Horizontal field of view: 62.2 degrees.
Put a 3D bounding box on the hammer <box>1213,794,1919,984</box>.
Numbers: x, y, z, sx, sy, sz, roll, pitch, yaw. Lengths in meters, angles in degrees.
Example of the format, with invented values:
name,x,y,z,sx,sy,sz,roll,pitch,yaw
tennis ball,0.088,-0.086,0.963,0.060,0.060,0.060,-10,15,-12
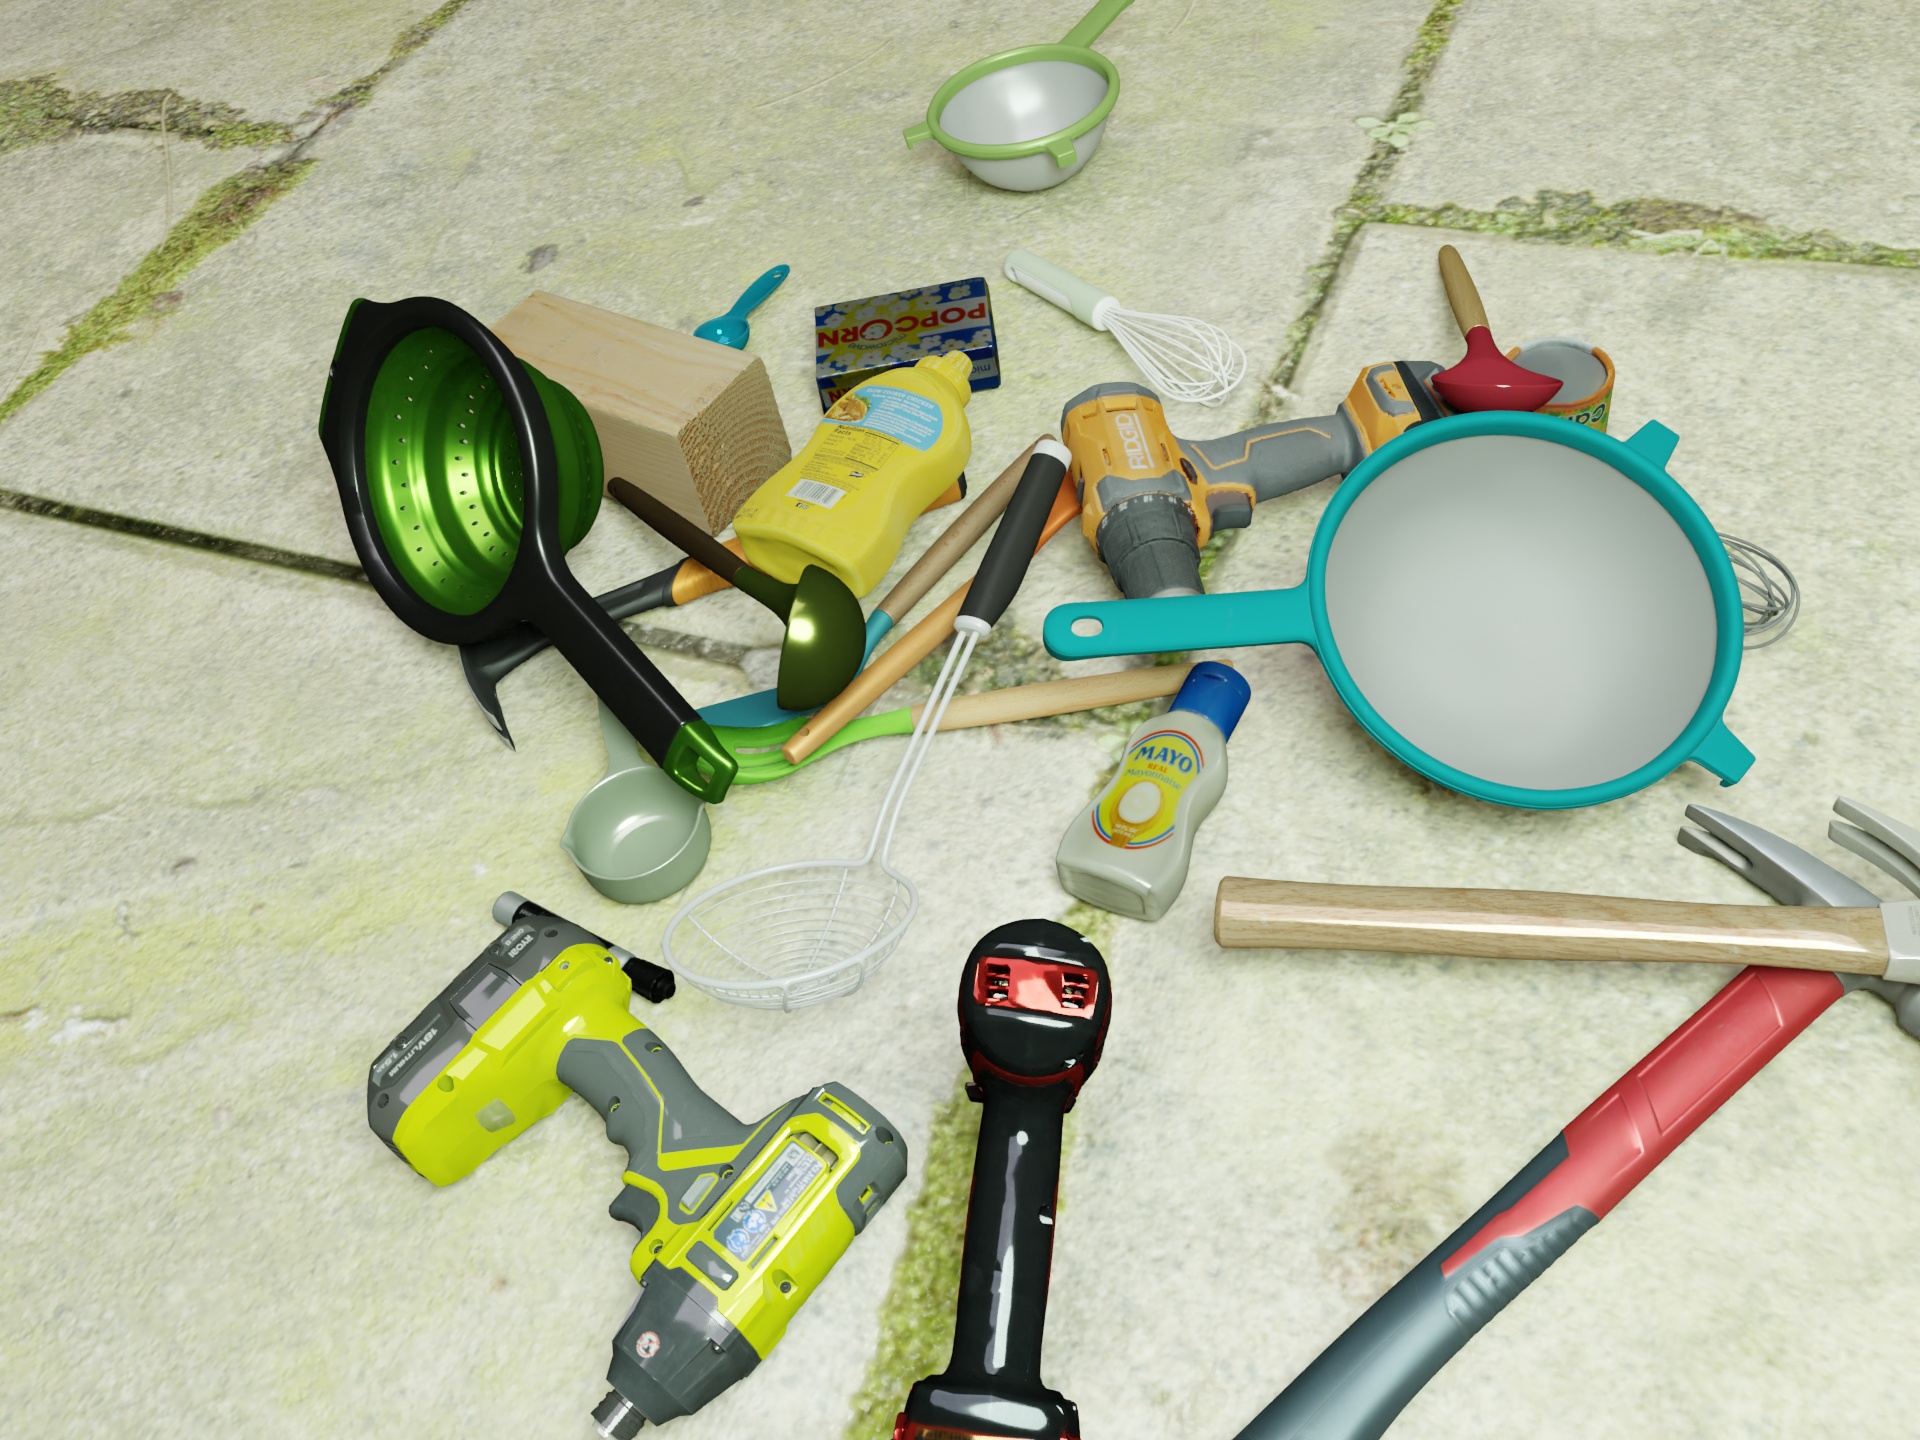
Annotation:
name,x,y,z,sx,sy,sz,roll,pitch,yaw
hammer,0.280,0.090,0.707,0.331,0.031,0.130,1,49,16

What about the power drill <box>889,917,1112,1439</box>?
name,x,y,z,sx,sy,sz,roll,pitch,yaw
power drill,0.021,0.205,0.646,0.080,0.187,0.227,6,69,4

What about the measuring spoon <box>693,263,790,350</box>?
name,x,y,z,sx,sy,sz,roll,pitch,yaw
measuring spoon,-0.158,-0.306,1.198,0.042,0.021,0.129,10,44,21

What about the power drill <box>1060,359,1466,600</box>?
name,x,y,z,sx,sy,sz,roll,pitch,yaw
power drill,0.180,-0.123,0.901,0.226,0.084,0.186,-5,49,-5

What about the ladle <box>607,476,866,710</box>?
name,x,y,z,sx,sy,sz,roll,pitch,yaw
ladle,-0.149,-0.092,0.929,0.062,0.078,0.320,-4,26,-36

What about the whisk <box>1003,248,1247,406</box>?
name,x,y,z,sx,sy,sz,roll,pitch,yaw
whisk,0.105,-0.275,1.091,0.059,0.057,0.247,-39,48,-9

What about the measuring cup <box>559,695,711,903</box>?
name,x,y,z,sx,sy,sz,roll,pitch,yaw
measuring cup,-0.185,0.034,0.902,0.083,0.038,0.168,-18,47,-2

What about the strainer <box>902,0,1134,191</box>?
name,x,y,z,sx,sy,sz,roll,pitch,yaw
strainer,0.079,-0.495,1.264,0.151,0.069,0.256,17,56,28

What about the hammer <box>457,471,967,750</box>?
name,x,y,z,sx,sy,sz,roll,pitch,yaw
hammer,-0.151,-0.092,1.001,0.337,0.034,0.127,-22,49,-6

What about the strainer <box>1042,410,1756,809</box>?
name,x,y,z,sx,sy,sz,roll,pitch,yaw
strainer,0.211,-0.041,0.814,0.340,0.095,0.211,-4,70,1

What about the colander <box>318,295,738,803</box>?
name,x,y,z,sx,sy,sz,roll,pitch,yaw
colander,-0.233,-0.100,0.941,0.397,0.204,0.094,45,34,22

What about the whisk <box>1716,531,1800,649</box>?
name,x,y,z,sx,sy,sz,roll,pitch,yaw
whisk,0.358,-0.109,0.897,0.055,0.055,0.239,-35,47,-16

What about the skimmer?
name,x,y,z,sx,sy,sz,roll,pitch,yaw
skimmer,-0.032,-0.012,0.831,0.127,0.090,0.363,9,66,39

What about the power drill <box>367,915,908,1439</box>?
name,x,y,z,sx,sy,sz,roll,pitch,yaw
power drill,-0.159,0.203,0.731,0.223,0.080,0.171,29,62,28

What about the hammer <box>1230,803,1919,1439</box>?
name,x,y,z,sx,sy,sz,roll,pitch,yaw
hammer,0.250,0.184,0.677,0.386,0.038,0.143,-34,51,-16

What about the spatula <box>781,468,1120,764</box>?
name,x,y,z,sx,sy,sz,roll,pitch,yaw
spatula,0.017,-0.073,0.933,0.081,0.041,0.322,32,61,31

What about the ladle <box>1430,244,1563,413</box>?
name,x,y,z,sx,sy,sz,roll,pitch,yaw
ladle,0.311,-0.243,0.968,0.069,0.031,0.316,4,32,8

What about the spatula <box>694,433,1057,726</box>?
name,x,y,z,sx,sy,sz,roll,pitch,yaw
spatula,-0.035,-0.087,0.961,0.082,0.044,0.317,4,45,47

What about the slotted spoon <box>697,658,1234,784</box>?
name,x,y,z,sx,sy,sz,roll,pitch,yaw
slotted spoon,-0.001,-0.003,0.897,0.314,0.031,0.070,-9,32,2
